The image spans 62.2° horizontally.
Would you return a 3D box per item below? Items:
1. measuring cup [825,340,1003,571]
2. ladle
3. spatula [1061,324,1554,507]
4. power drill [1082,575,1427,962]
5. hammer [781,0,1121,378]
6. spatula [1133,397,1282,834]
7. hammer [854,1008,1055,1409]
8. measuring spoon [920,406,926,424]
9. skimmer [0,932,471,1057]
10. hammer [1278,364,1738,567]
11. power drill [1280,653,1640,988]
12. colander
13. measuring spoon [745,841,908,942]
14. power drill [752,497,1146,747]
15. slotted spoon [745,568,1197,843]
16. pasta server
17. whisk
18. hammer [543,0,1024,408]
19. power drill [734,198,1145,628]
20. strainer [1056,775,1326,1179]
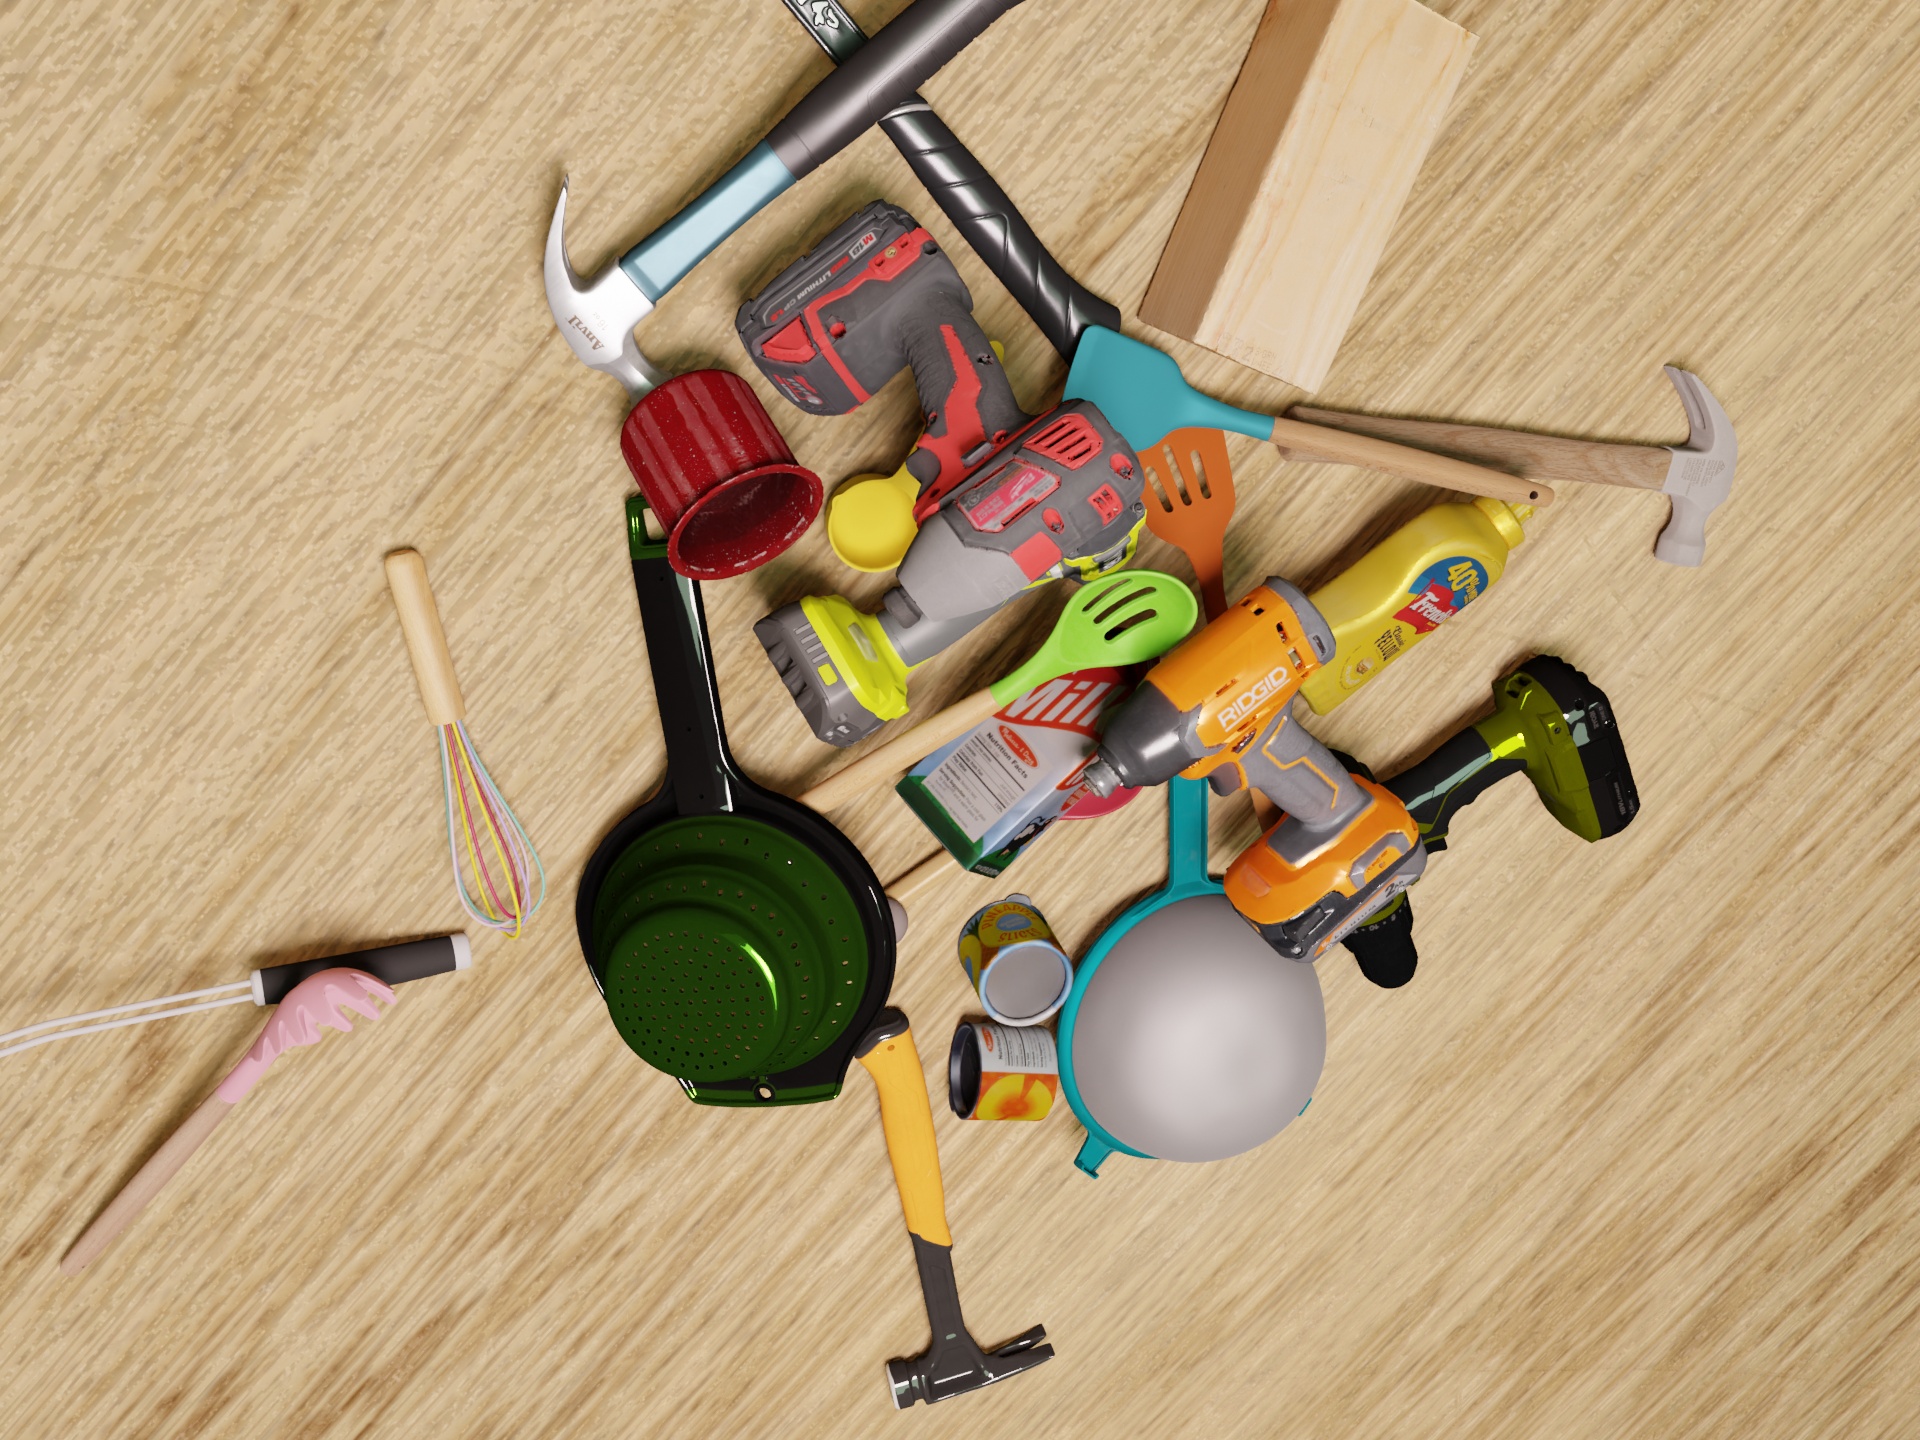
[{"bbox_3d":[-0.025,-0.159,0.940,0.062,0.029,0.156,31,100,-25],"label":"measuring cup"},{"bbox_3d":[-0.012,0.098,1.048,0.315,0.031,0.069,-35,108,2],"label":"ladle"},{"bbox_3d":[0.214,-0.166,0.963,0.317,0.044,0.082,12,111,-6],"label":"spatula"},{"bbox_3d":[0.177,0.043,0.960,0.164,0.084,0.226,-38,124,-4],"label":"power drill"},{"bbox_3d":[-0.048,-0.340,0.857,0.149,0.036,0.408,-43,116,5],"label":"hammer"},{"bbox_3d":[0.169,-0.044,1.023,0.081,0.041,0.322,-21,112,-6],"label":"spatula"},{"bbox_3d":[-0.018,0.351,1.144,0.127,0.034,0.336,-14,114,-9],"label":"hammer"},{"bbox_3d":[0.027,-0.169,0.962,0.116,0.011,0.021,20,116,-25],"label":"measuring spoon"},{"bbox_3d":[-0.481,0.148,0.933,0.363,0.090,0.127,-9,131,-24],"label":"skimmer"},{"bbox_3d":[0.363,-0.176,1.040,0.331,0.031,0.130,3,111,-16],"label":"hammer"},{"bbox_3d":[0.347,0.073,1.112,0.228,0.080,0.190,-28,115,0],"label":"power drill"},{"bbox_3d":[-0.157,0.070,0.931,0.204,0.094,0.397,-5,106,11],"label":"colander"},{"bbox_3d":[-0.088,0.111,1.023,0.124,0.018,0.034,31,98,-11],"label":"measuring spoon"},{"bbox_3d":[0.001,-0.076,0.908,0.223,0.171,0.080,-32,84,3],"label":"power drill"},{"bbox_3d":[-0.002,-0.003,0.949,0.314,0.031,0.070,-31,127,14],"label":"slotted spoon"},{"bbox_3d":[-0.448,0.245,0.951,0.316,0.060,0.040,-44,78,18],"label":"pasta server"},{"bbox_3d":[-0.291,0.019,0.930,0.051,0.047,0.244,-13,111,-9],"label":"whisk"},{"bbox_3d":[-0.082,-0.301,0.830,0.331,0.033,0.128,-36,121,12],"label":"hammer"},{"bbox_3d":[-0.019,-0.153,0.822,0.143,0.220,0.078,-38,152,5],"label":"power drill"},{"bbox_3d":[0.175,0.161,1.074,0.211,0.095,0.340,-10,108,-22],"label":"strainer"}]
